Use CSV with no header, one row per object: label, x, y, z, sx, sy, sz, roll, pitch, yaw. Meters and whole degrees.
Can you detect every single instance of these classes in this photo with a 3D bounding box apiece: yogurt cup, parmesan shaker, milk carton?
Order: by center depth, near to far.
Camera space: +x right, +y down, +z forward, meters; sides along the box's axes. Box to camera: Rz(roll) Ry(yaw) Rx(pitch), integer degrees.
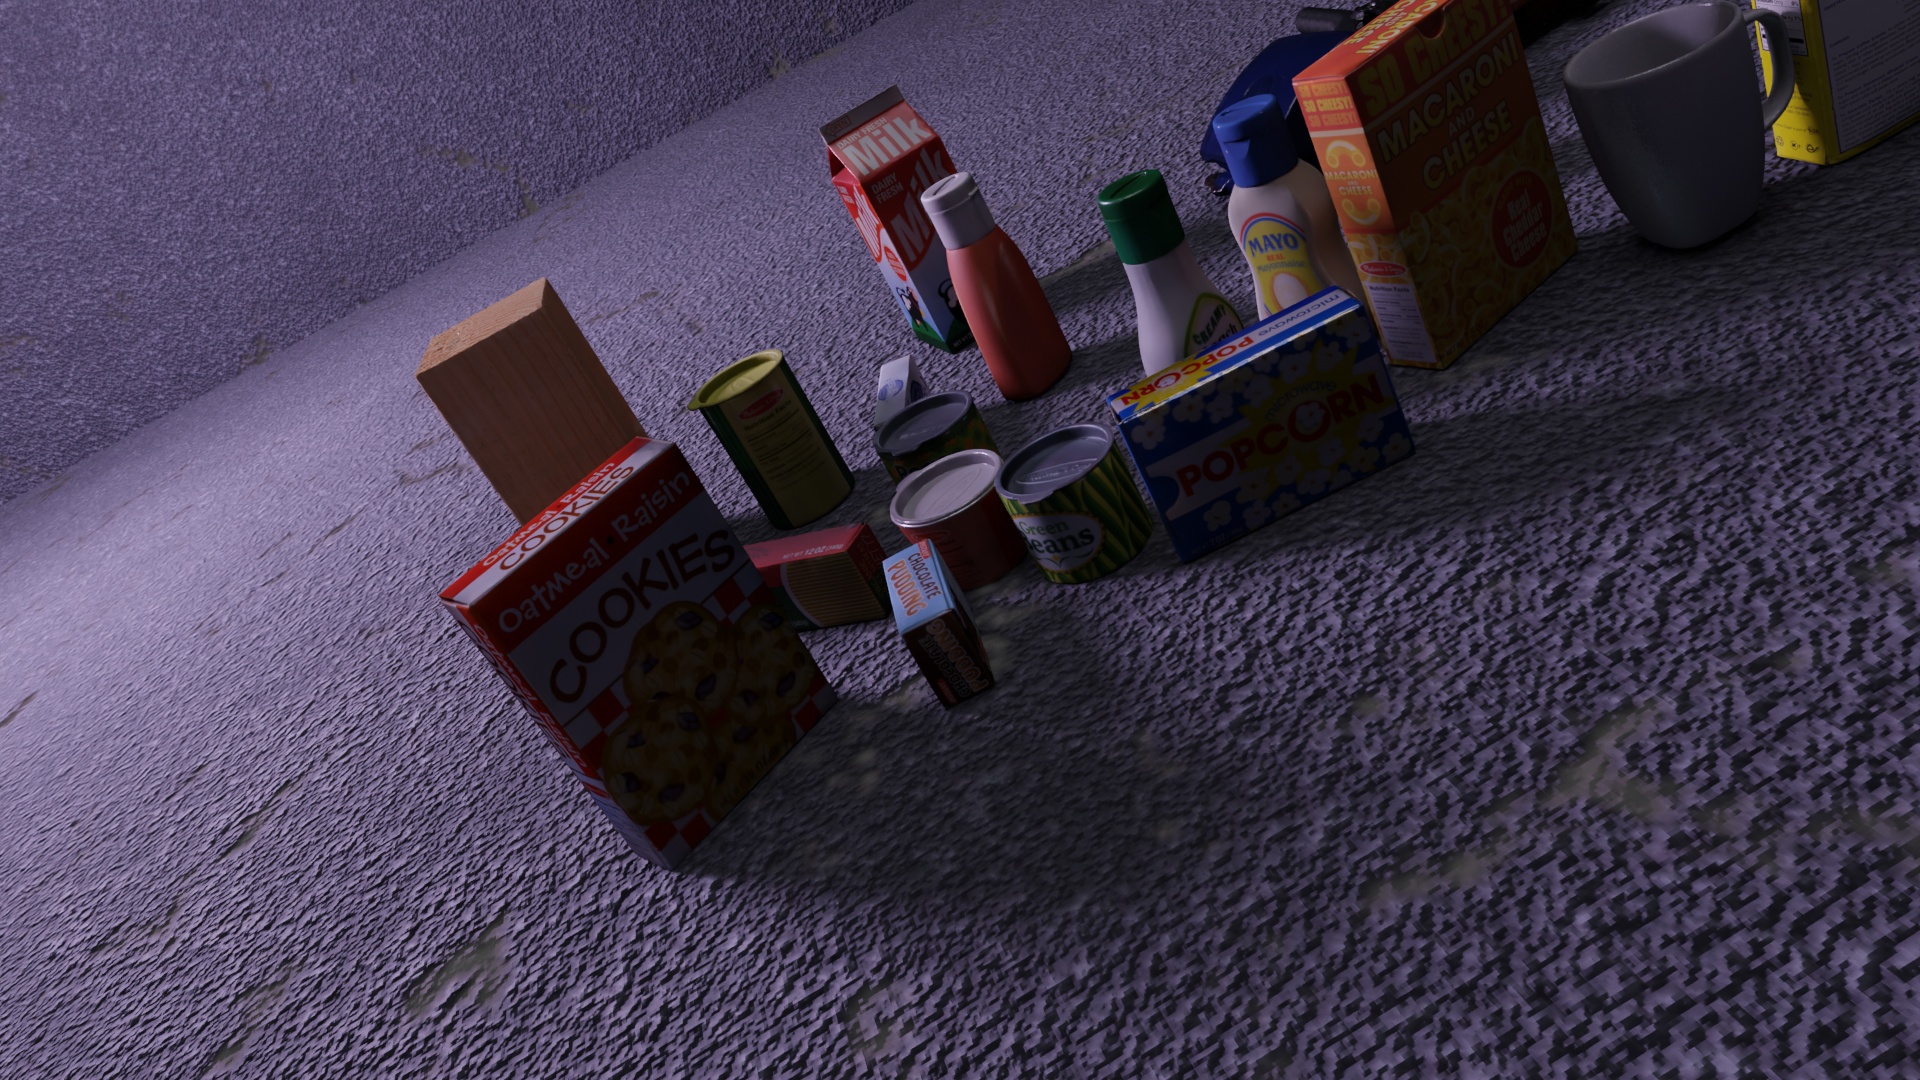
yogurt cup,0.003,-0.010,0.761,0.072,0.053,0.073,-22,27,12
parmesan shaker,-0.125,-0.065,0.927,0.071,0.102,0.071,-22,27,12
milk carton,-0.034,-0.244,1.058,0.072,0.190,0.073,-34,27,-11

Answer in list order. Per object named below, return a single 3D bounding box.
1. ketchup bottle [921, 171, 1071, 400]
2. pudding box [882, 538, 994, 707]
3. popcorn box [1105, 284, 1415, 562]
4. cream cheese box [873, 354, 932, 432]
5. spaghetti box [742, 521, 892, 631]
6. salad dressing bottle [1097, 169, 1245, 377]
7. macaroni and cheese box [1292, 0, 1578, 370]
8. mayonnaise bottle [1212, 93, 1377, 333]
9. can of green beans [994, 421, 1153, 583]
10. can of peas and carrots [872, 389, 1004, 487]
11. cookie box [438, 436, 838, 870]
ketchup bottle,0.023,-0.169,0.917,0.043,0.148,0.065,-6,34,38
pudding box,-0.012,0.039,0.693,0.030,0.049,0.084,-27,26,3
popcorn box,0.145,-0.056,0.672,0.127,0.085,0.038,-26,26,4
cream cheese box,-0.033,-0.079,0.918,0.024,0.053,0.104,-23,27,12
spaghetti box,-0.149,0.035,0.832,0.249,0.050,0.029,-10,32,32
salad dressing bottle,0.118,-0.127,0.753,0.064,0.147,0.044,-42,29,-25
macaroni and cheese box,0.251,-0.192,0.721,0.124,0.166,0.040,-39,28,-20
mayonnaise bottle,0.181,-0.171,0.771,0.064,0.147,0.041,2,39,46
can of green beans,0.059,-0.019,0.720,0.071,0.057,0.071,-22,27,12
can of peas and carrots,-0.011,-0.048,0.837,0.071,0.058,0.071,-22,27,12
cookie box,-0.148,0.053,0.667,0.040,0.167,0.123,5,42,48
